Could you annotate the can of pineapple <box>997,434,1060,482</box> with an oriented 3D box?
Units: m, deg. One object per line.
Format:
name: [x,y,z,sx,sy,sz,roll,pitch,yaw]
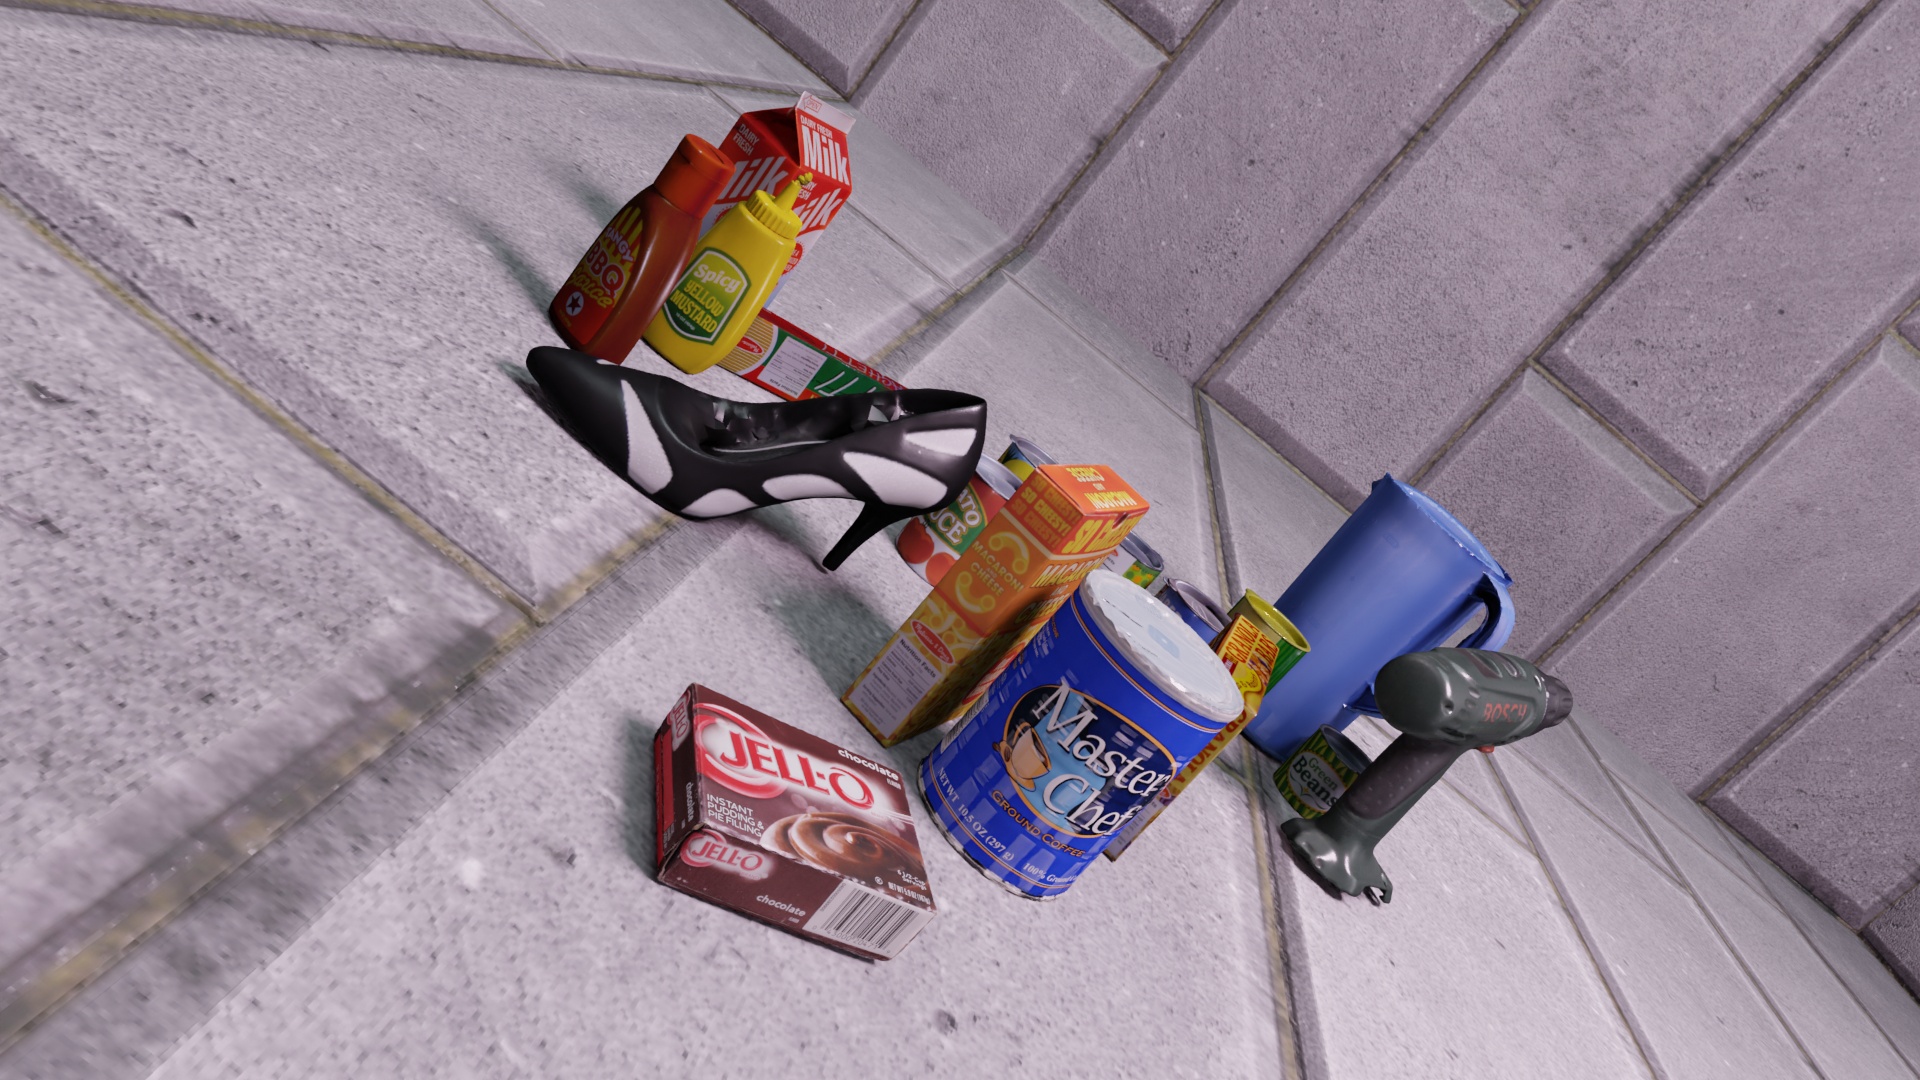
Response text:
can of pineapple: [0.054,-0.048,1.198,0.071,0.057,0.071,36,18,-13]

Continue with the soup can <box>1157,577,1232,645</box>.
soup can: [0.159,0.080,1.058,0.071,0.083,0.071,36,18,-13]

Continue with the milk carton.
milk carton: [-0.153,-0.249,1.046,0.073,0.190,0.072,47,18,21]

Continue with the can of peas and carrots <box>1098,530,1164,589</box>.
can of peas and carrots: [0.130,0.024,1.178,0.071,0.058,0.071,36,18,-13]

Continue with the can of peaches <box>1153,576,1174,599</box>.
can of peaches: [0.177,0.073,1.155,0.071,0.058,0.071,36,18,-13]

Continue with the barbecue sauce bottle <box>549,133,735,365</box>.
barbecue sauce bottle: [-0.196,-0.182,0.863,0.043,0.148,0.065,15,30,-54]

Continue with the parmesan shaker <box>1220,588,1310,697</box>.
parmesan shaker: [0.214,0.098,1.095,0.071,0.103,0.071,36,17,-13]

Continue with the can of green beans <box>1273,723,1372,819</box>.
can of green beans: [0.293,0.190,1.107,0.071,0.057,0.071,36,18,-13]

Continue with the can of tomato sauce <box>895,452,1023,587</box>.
can of tomato sauce: [0.003,-0.012,0.965,0.071,0.083,0.071,36,18,-13]

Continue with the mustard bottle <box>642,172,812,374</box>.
mustard bottle: [-0.153,-0.189,0.948,0.065,0.159,0.049,39,17,-5]

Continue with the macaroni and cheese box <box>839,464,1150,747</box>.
macaroni and cheese box: [0.023,0.033,0.758,0.040,0.166,0.124,45,18,14]

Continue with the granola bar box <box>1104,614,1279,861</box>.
granola bar box: [0.135,0.115,0.855,0.039,0.124,0.166,42,17,7]

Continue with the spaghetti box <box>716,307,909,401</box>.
spaghetti box: [-0.098,-0.120,1.074,0.250,0.050,0.029,26,22,-38]
